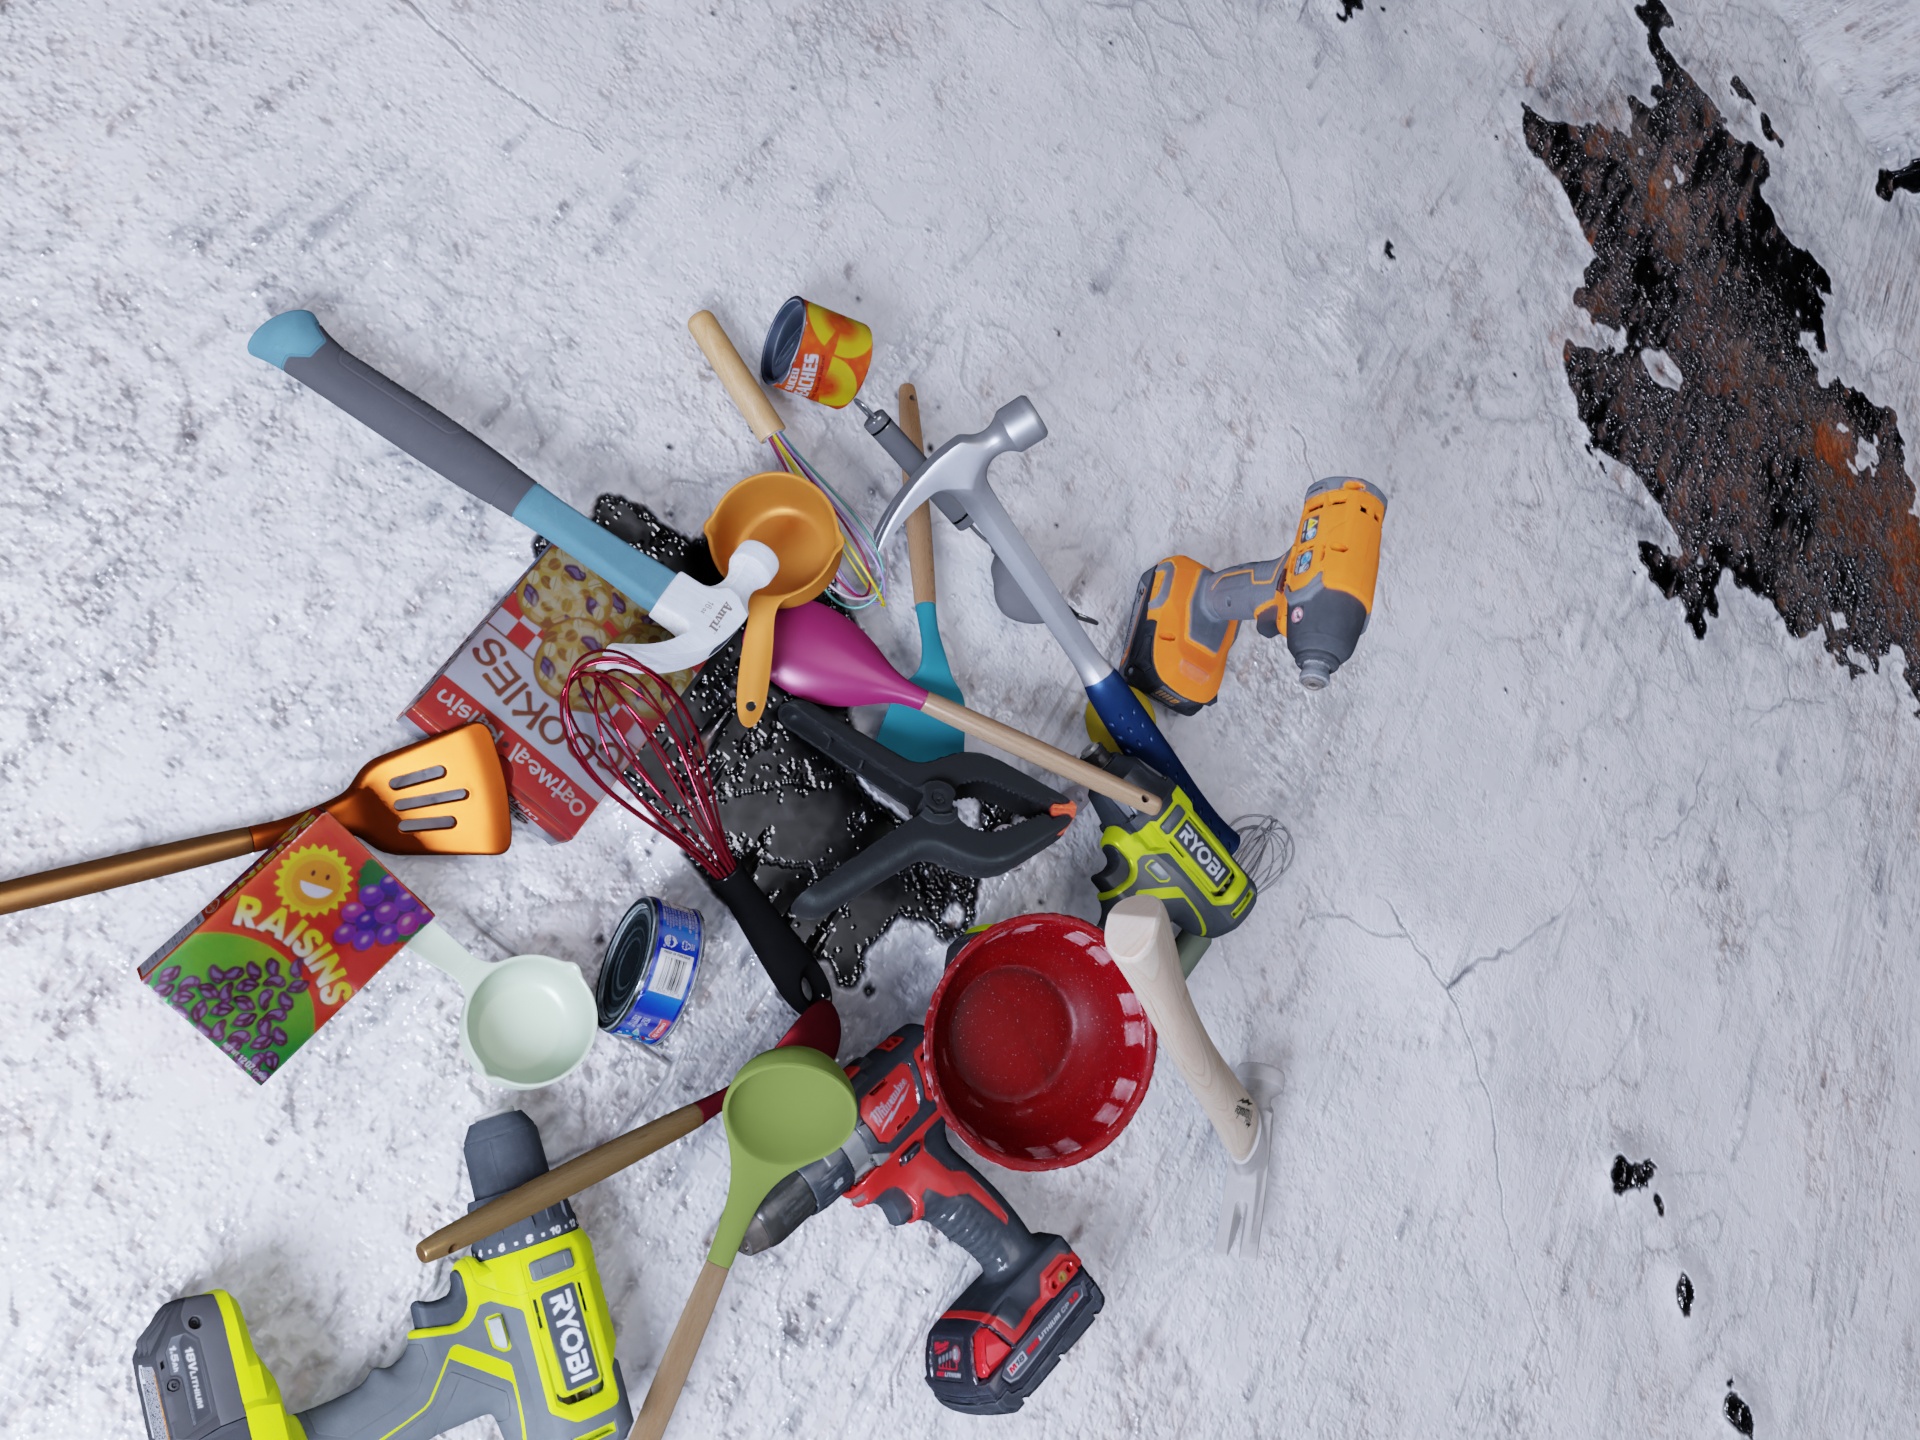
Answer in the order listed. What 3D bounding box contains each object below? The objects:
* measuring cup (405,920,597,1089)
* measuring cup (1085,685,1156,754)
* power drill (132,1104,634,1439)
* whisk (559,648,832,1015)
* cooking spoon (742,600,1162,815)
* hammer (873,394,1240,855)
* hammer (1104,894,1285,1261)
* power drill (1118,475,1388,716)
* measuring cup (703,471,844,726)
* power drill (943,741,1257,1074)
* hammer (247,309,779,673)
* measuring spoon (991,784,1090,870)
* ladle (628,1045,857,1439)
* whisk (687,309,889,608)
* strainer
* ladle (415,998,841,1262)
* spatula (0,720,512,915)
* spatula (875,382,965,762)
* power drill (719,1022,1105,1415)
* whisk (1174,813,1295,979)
[{"bbox_3d":[-0.288,0.149,0.920,0.167,0.038,0.083,39,58,-7],"label":"measuring cup"},{"bbox_3d":[0.161,0.035,1.262,0.156,0.029,0.062,47,56,-12],"label":"measuring cup"},{"bbox_3d":[-0.297,0.322,0.834,0.228,0.080,0.191,-10,78,-38],"label":"power drill"},{"bbox_3d":[-0.156,0.079,0.985,0.073,0.073,0.295,-49,123,-34],"label":"whisk"},{"bbox_3d":[-0.002,-0.004,1.115,0.319,0.017,0.069,25,73,-7],"label":"cooking spoon"},{"bbox_3d":[0.091,-0.038,1.176,0.405,0.144,0.035,54,10,-27],"label":"hammer"},{"bbox_3d":[0.158,0.235,1.054,0.410,0.038,0.146,58,40,-52],"label":"hammer"},{"bbox_3d":[0.222,-0.077,1.214,0.084,0.226,0.164,28,62,-25],"label":"power drill"},{"bbox_3d":[-0.128,-0.078,1.077,0.095,0.052,0.174,7,83,3],"label":"measuring cup"},{"bbox_3d":[0.098,0.137,1.143,0.171,0.080,0.223,49,61,-10],"label":"power drill"},{"bbox_3d":[-0.278,-0.144,0.974,0.331,0.033,0.128,34,57,-9],"label":"hammer"},{"bbox_3d":[0.059,0.078,1.193,0.124,0.018,0.034,-31,94,-43],"label":"measuring spoon"},{"bbox_3d":[-0.147,0.338,0.905,0.078,0.062,0.320,26,77,-14],"label":"ladle"},{"bbox_3d":[-0.122,-0.183,1.131,0.245,0.051,0.047,57,23,-1],"label":"whisk"},{"bbox_3d":[0.006,-0.143,1.179,0.050,0.087,0.258,-45,113,-1],"label":"strainer"},{"bbox_3d":[-0.174,0.237,0.921,0.315,0.031,0.069,-18,129,-48],"label":"ladle"},{"bbox_3d":[-0.405,0.071,0.855,0.322,0.041,0.081,-15,101,-35],"label":"spatula"},{"bbox_3d":[-0.035,-0.105,1.176,0.082,0.044,0.318,8,67,-31],"label":"spatula"},{"bbox_3d":[-0.032,0.332,1.015,0.188,0.080,0.226,-37,95,-36],"label":"power drill"},{"bbox_3d":[0.189,0.160,1.239,0.059,0.057,0.246,32,57,17],"label":"whisk"}]
